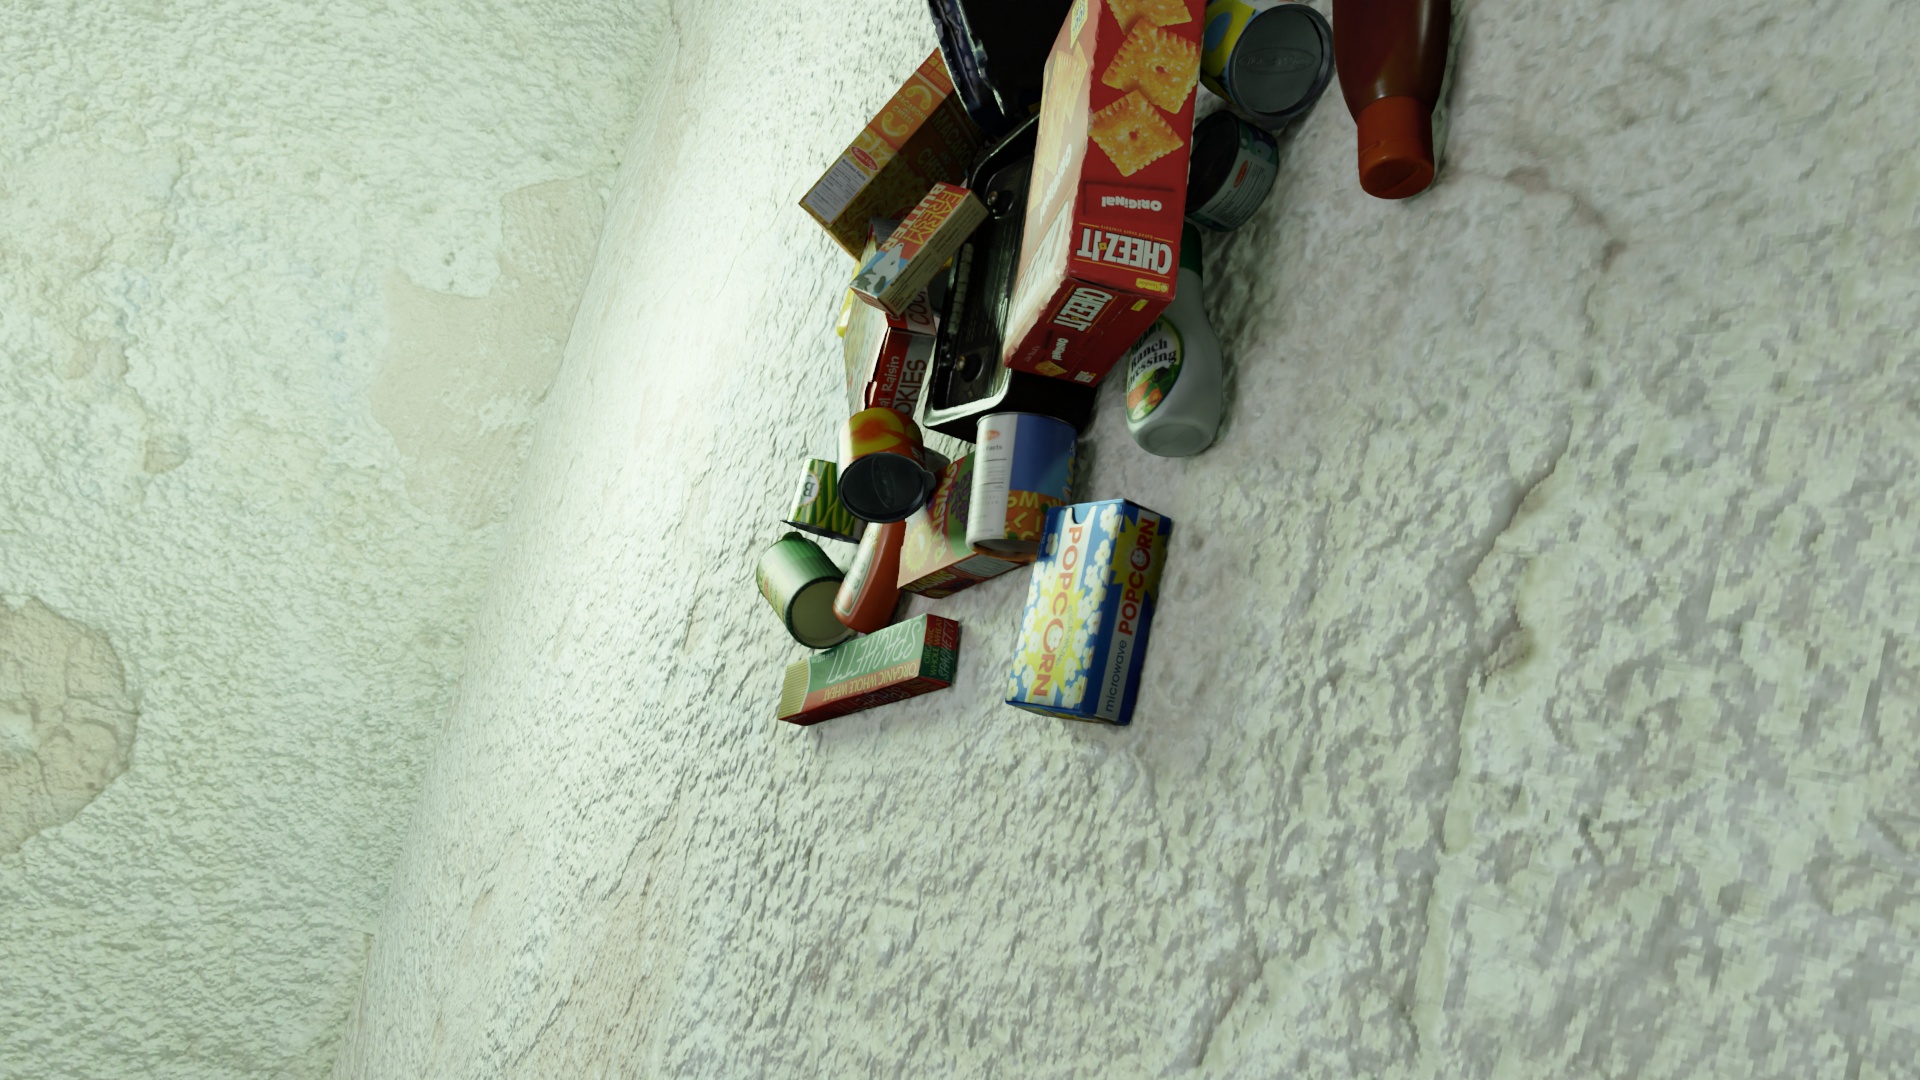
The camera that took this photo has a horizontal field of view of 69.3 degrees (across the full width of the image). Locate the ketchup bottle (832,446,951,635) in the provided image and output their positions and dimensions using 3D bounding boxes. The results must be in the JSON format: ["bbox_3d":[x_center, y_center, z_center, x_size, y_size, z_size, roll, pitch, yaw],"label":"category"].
[{"bbox_3d":[-0.052,-0.002,1.084,0.148,0.043,0.065,-66,21,9],"label":"ketchup bottle"}]

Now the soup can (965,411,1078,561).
[{"bbox_3d":[0.042,-0.033,0.902,0.071,0.071,0.084,-17,63,58],"label":"soup can"}]

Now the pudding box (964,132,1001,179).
[{"bbox_3d":[0.034,-0.296,1.123,0.049,0.030,0.084,-57,30,28],"label":"pudding box"}]

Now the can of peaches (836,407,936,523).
[{"bbox_3d":[-0.055,-0.056,1.016,0.071,0.071,0.058,-54,28,31],"label":"can of peaches"}]

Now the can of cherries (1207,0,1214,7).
[{"bbox_3d":[0.164,-0.324,0.858,0.071,0.071,0.058,-59,31,24],"label":"can of cherries"}]

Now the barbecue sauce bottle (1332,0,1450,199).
[{"bbox_3d":[0.224,-0.248,0.721,0.064,0.044,0.149,-29,50,54],"label":"barbecue sauce bottle"}]

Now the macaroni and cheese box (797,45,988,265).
[{"bbox_3d":[-0.044,-0.304,1.134,0.040,0.123,0.166,44,94,16],"label":"macaroni and cheese box"}]

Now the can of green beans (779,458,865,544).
[{"bbox_3d":[-0.111,-0.034,1.189,0.071,0.071,0.058,2,75,62],"label":"can of green beans"}]

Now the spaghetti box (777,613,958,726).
[{"bbox_3d":[-0.077,0.104,1.080,0.249,0.029,0.050,-24,54,56],"label":"spaghetti box"}]

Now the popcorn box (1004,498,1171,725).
[{"bbox_3d":[0.074,0.043,0.823,0.085,0.038,0.127,-6,68,62],"label":"popcorn box"}]

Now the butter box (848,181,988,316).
[{"bbox_3d":[-0.030,-0.208,0.988,0.103,0.024,0.053,-50,35,-5],"label":"butter box"}]

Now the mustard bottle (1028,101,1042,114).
[{"bbox_3d":[0.087,-0.402,1.070,0.159,0.049,0.065,-45,41,42],"label":"mustard bottle"}]

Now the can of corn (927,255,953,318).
[{"bbox_3d":[0.000,-0.216,1.095,0.071,0.071,0.058,-46,37,41],"label":"can of corn"}]

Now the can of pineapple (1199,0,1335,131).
[{"bbox_3d":[0.174,-0.283,0.811,0.070,0.071,0.058,-61,28,21],"label":"can of pineapple"}]

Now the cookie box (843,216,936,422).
[{"bbox_3d":[-0.059,-0.156,1.080,0.168,0.040,0.122,-100,22,-49],"label":"cookie box"}]

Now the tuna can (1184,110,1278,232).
[{"bbox_3d":[0.158,-0.224,0.841,0.070,0.033,0.071,-40,40,46],"label":"tuna can"}]

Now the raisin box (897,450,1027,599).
[{"bbox_3d":[0.004,-0.012,0.991,0.123,0.040,0.086,-24,53,56],"label":"raisin box"}]

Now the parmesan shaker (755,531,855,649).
[{"bbox_3d":[-0.129,0.041,1.172,0.071,0.071,0.103,-67,27,9],"label":"parmesan shaker"}]

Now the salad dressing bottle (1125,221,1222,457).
[{"bbox_3d":[0.126,-0.122,0.824,0.064,0.044,0.148,-37,42,50],"label":"salad dressing bottle"}]
